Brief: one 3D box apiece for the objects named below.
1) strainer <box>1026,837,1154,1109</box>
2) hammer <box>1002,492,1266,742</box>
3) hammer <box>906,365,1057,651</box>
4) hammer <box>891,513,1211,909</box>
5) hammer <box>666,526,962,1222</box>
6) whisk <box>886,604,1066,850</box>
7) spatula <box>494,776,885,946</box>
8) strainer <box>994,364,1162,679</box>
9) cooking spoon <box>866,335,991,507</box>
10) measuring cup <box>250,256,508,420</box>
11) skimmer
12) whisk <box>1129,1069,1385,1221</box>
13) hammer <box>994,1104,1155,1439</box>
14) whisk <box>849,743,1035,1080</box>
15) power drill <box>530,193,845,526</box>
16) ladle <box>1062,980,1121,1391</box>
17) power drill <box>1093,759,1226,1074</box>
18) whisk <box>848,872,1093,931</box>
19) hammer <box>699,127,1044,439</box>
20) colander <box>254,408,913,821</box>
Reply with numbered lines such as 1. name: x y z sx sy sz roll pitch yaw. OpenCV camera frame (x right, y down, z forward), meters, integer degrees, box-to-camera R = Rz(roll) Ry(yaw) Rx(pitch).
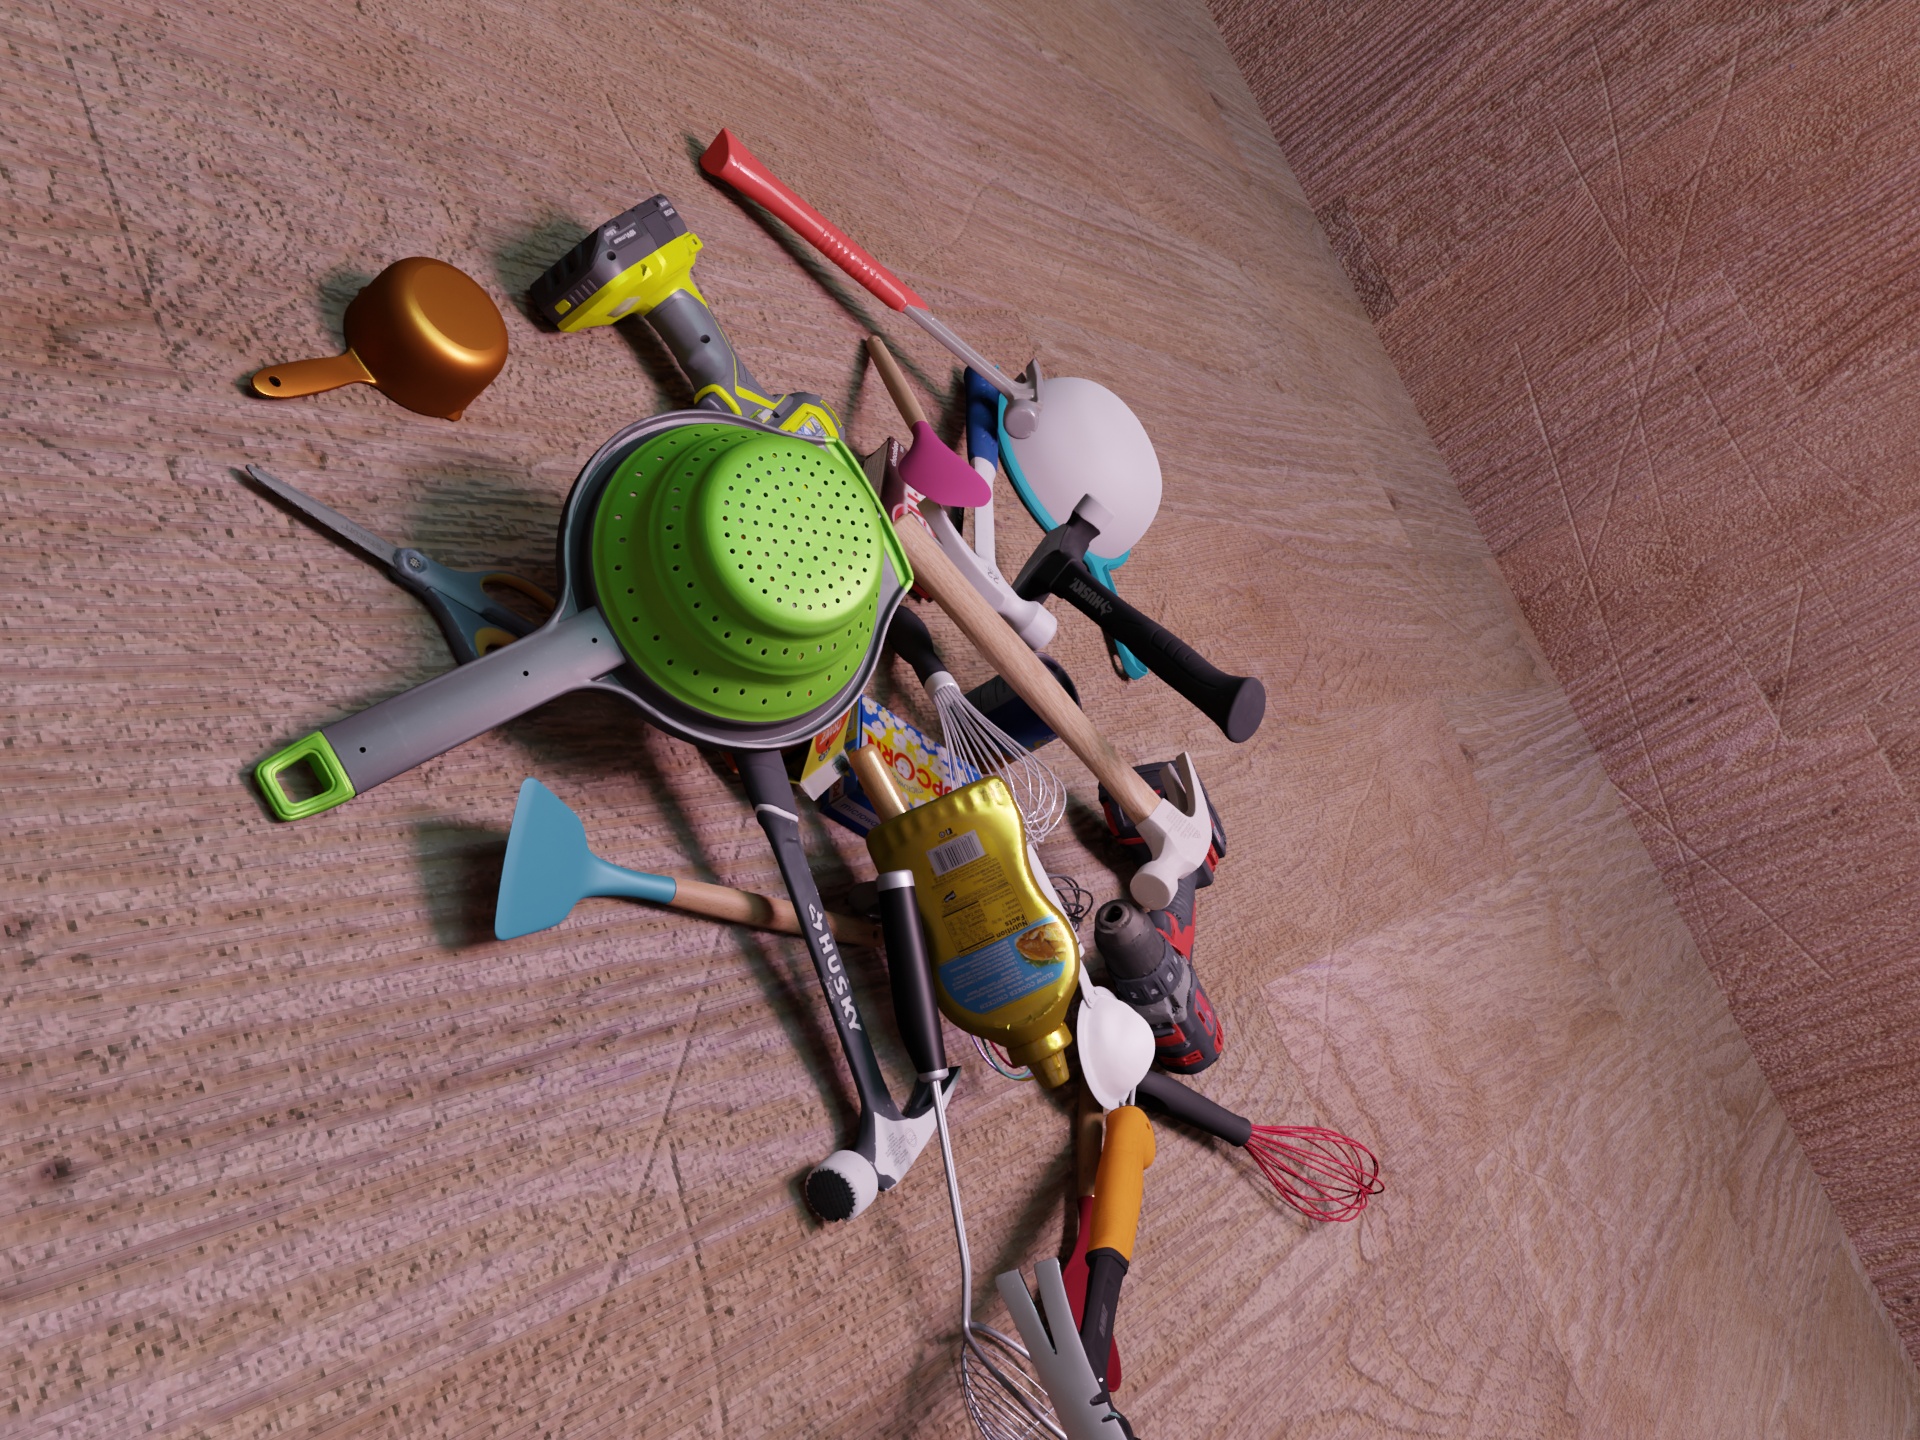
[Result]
1. strainer: 0.081 0.169 1.111 0.258 0.050 0.087 63 30 -7
2. hammer: 0.131 -0.065 1.227 0.035 0.146 0.335 35 7 -34
3. hammer: 0.016 -0.213 1.347 0.144 0.035 0.406 41 26 -24
4. hammer: 0.062 -0.020 1.155 0.331 0.031 0.130 48 39 -1
5. hammer: -0.098 0.073 0.938 0.149 0.036 0.409 -22 94 -61
6. whisk: -0.001 -0.004 1.121 0.070 0.070 0.285 31 18 -38
7. spatula: -0.142 0.104 0.912 0.317 0.044 0.082 21 72 -48
8. strainer: 0.149 -0.205 1.538 0.210 0.095 0.341 16 50 -49
9. cooking spoon: -0.038 -0.245 1.278 0.068 0.017 0.319 1 33 -18
10. measuring cup: -0.327 -0.216 0.907 0.095 0.052 0.174 56 29 -6
11. skimmer: 0.024 0.261 0.922 0.127 0.090 0.363 75 3 -80
12. whisk: 0.231 0.328 1.243 0.295 0.073 0.073 31 41 -30
13. hammer: 0.085 0.301 0.939 0.127 0.034 0.337 65 13 -5
14. whisk: -0.011 0.128 1.033 0.051 0.047 0.245 -30 93 -38
15. power drill: -0.186 -0.235 1.105 0.228 0.080 0.191 53 31 -16
16. ladle: 0.088 0.304 1.086 0.069 0.031 0.316 52 28 -32
17. power drill: 0.150 0.137 1.231 0.227 0.080 0.187 -84 152 -42
18. whisk: 0.011 0.128 1.109 0.238 0.055 0.055 10 56 -47
19. hammer: -0.069 -0.385 1.386 0.358 0.036 0.149 36 26 -19
20. colander: -0.167 -0.055 0.828 0.397 0.094 0.204 -31 95 -35
